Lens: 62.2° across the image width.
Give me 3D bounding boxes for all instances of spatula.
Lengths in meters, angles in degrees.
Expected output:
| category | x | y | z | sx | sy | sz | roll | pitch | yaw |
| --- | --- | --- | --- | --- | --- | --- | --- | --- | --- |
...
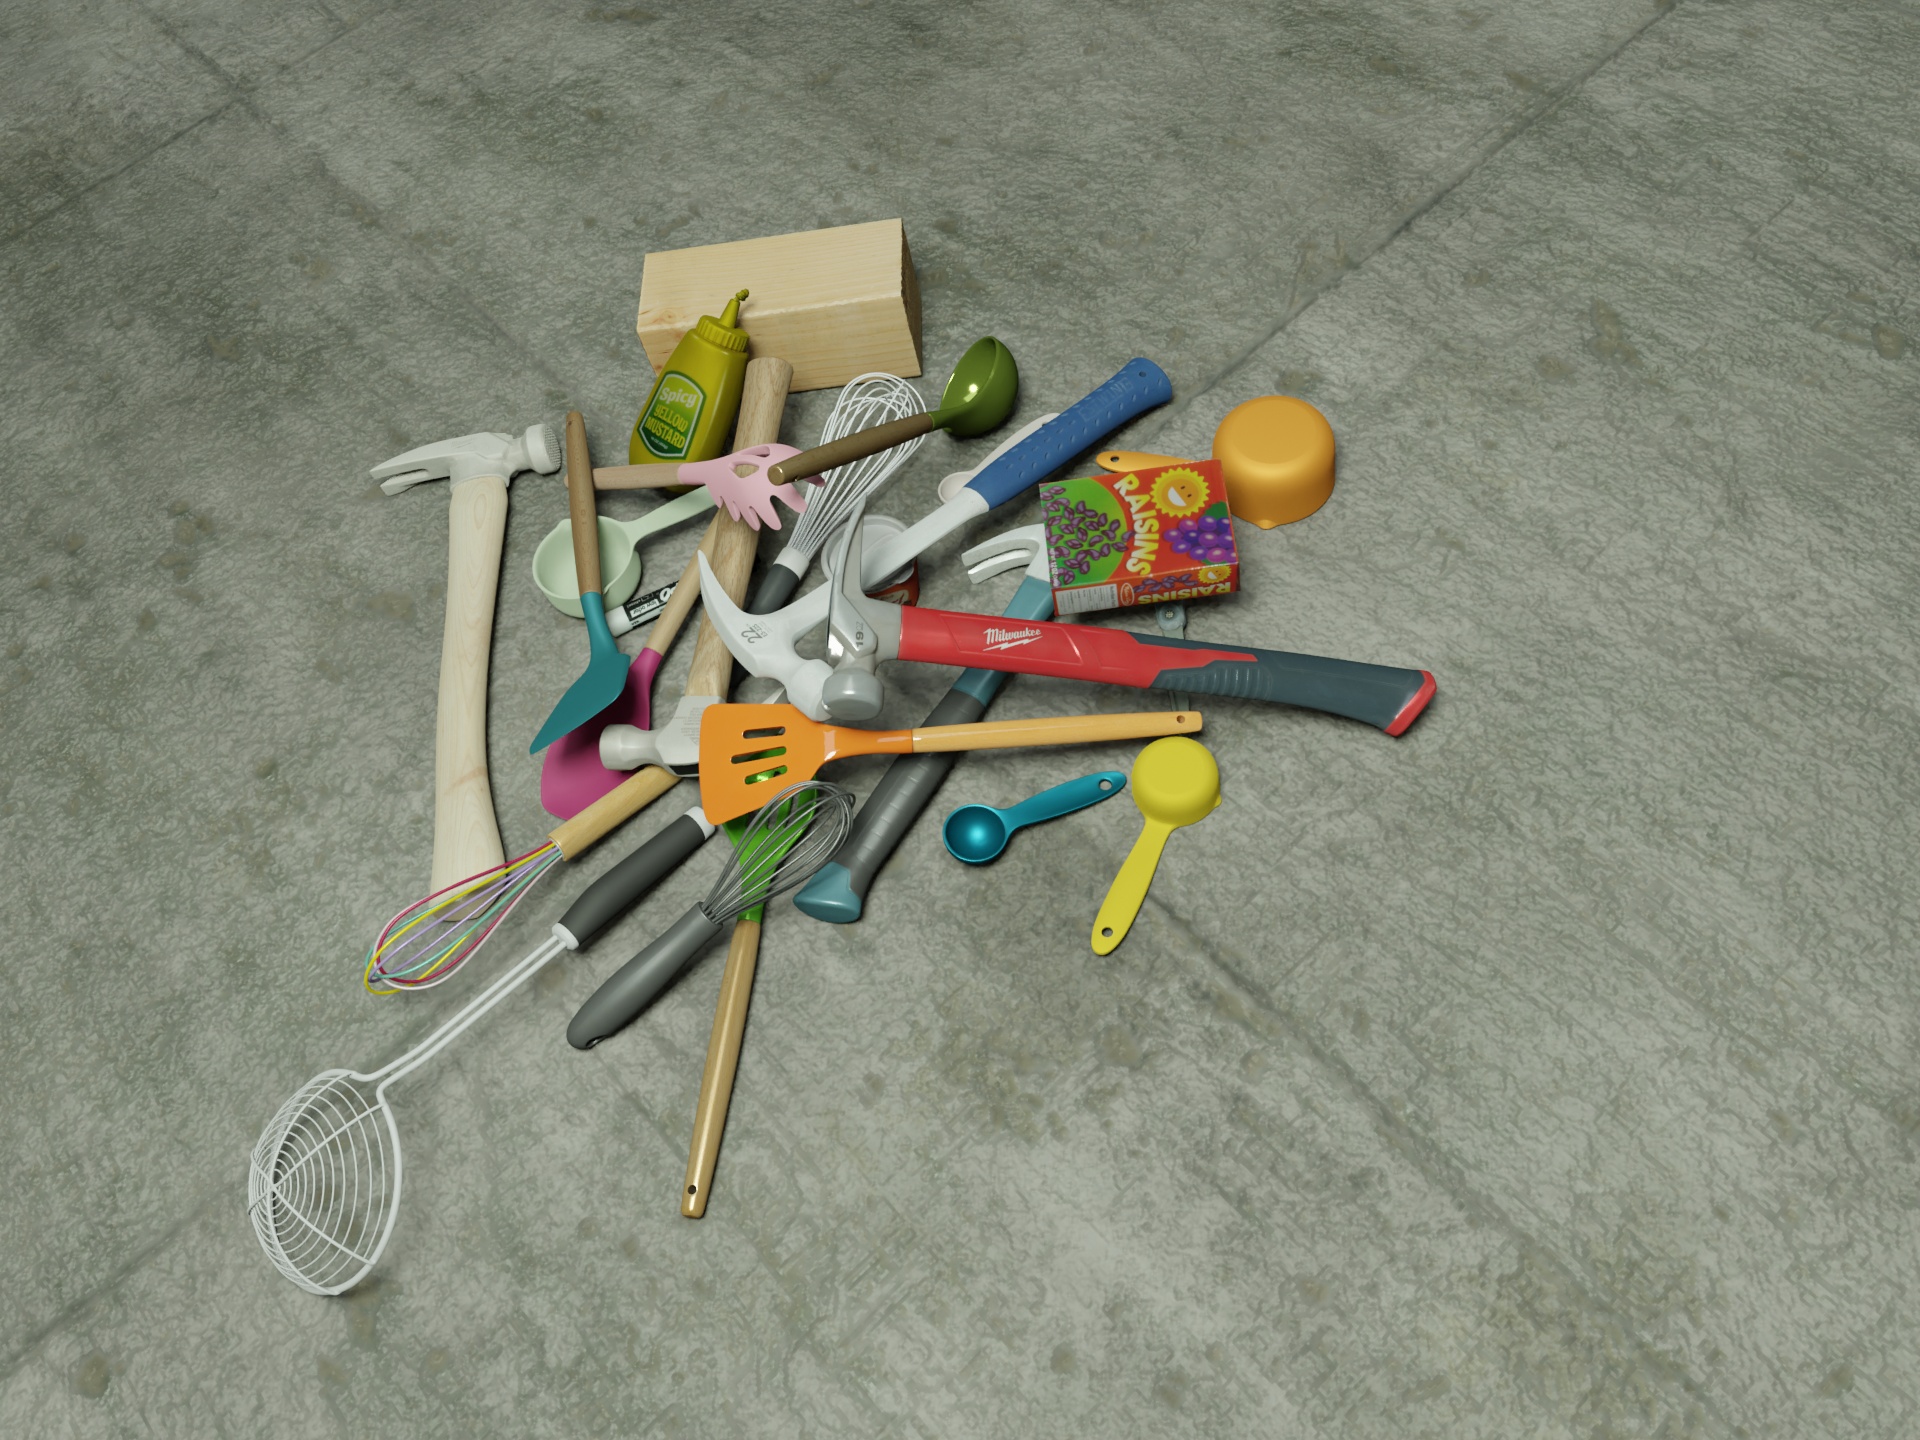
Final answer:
| category | x | y | z | sx | sy | sz | roll | pitch | yaw |
| --- | --- | --- | --- | --- | --- | --- | --- | --- | --- |
| spatula | -0.271 | -0.112 | 1.130 | 0.082 | 0.044 | 0.318 | -30 | 52 | 22 |
| spatula | -0.007 | 0.013 | 1.016 | 0.322 | 0.041 | 0.081 | -4 | 73 | -4 |

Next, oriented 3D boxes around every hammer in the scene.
| category | x | y | z | sx | sy | sz | roll | pitch | yaw |
| --- | --- | --- | --- | --- | --- | --- | --- | --- | --- |
| hammer | -0.157 | -0.116 | 1.114 | 0.130 | 0.031 | 0.331 | 0 | 64 | 15 |
| hammer | -0.002 | -0.003 | 1.061 | 0.128 | 0.033 | 0.331 | 23 | 67 | 29 |
| hammer | -0.002 | -0.152 | 1.102 | 0.144 | 0.035 | 0.405 | 38 | 58 | 24 |
| hammer | -0.368 | -0.044 | 1.155 | 0.146 | 0.038 | 0.411 | -11 | 58 | 5 |
| hammer | 0.110 | -0.052 | 1.000 | 0.386 | 0.038 | 0.143 | 6 | 67 | -8 |

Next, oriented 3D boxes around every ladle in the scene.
| category | x | y | z | sx | sy | sz | roll | pitch | yaw |
| --- | --- | --- | --- | --- | --- | --- | --- | --- | --- |
| ladle | -0.046 | -0.208 | 1.092 | 0.062 | 0.078 | 0.320 | 47 | 34 | 6 |

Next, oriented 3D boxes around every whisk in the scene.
| category | x | y | z | sx | sy | sz | roll | pitch | yaw |
| --- | --- | --- | --- | --- | --- | --- | --- | --- | --- |
| whisk | -0.281 | 0.097 | 1.035 | 0.245 | 0.047 | 0.051 | -38 | 30 | -27 |
| whisk | -0.156 | 0.121 | 0.980 | 0.239 | 0.055 | 0.055 | -43 | 59 | 5 |
| whisk | -0.106 | -0.139 | 1.159 | 0.070 | 0.070 | 0.285 | 21 | 70 | 21 |

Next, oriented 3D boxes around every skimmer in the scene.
| category | x | y | z | sx | sy | sz | roll | pitch | yaw |
| --- | --- | --- | --- | --- | --- | --- | --- | --- | --- |
| skimmer | -0.286 | 0.193 | 0.998 | 0.127 | 0.090 | 0.363 | 26 | 56 | 36 |

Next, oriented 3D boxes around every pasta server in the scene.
| category | x | y | z | sx | sy | sz | roll | pitch | yaw |
| --- | --- | --- | --- | --- | --- | --- | --- | --- | --- |
| pasta server | -0.202 | -0.168 | 1.128 | 0.316 | 0.040 | 0.060 | 8 | 58 | 51 |

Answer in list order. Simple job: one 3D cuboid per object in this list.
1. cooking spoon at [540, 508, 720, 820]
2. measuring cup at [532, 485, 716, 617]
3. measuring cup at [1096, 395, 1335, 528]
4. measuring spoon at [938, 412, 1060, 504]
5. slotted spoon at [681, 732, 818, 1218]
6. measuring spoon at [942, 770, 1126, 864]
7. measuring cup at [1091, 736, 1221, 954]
| category | x | y | z | sx | sy | sz | roll | pitch | yaw |
| --- | --- | --- | --- | --- | --- | --- | --- | --- | --- |
| cooking spoon | -0.207 | -0.070 | 1.135 | 0.069 | 0.017 | 0.319 | 20 | 71 | 16 |
| measuring cup | -0.235 | -0.132 | 1.186 | 0.167 | 0.038 | 0.083 | -28 | 58 | -10 |
| measuring cup | 0.182 | -0.194 | 1.140 | 0.173 | 0.052 | 0.095 | 7 | 60 | 12 |
| measuring spoon | 0.033 | -0.192 | 1.192 | 0.124 | 0.018 | 0.034 | -40 | 60 | -22 |
| slotted spoon | -0.140 | 0.152 | 1.000 | 0.070 | 0.031 | 0.314 | 0 | 61 | 13 |
| measuring spoon | 0.049 | 0.062 | 1.031 | 0.128 | 0.021 | 0.042 | -20 | 59 | -13 |
| measuring cup | 0.117 | 0.076 | 0.998 | 0.062 | 0.029 | 0.157 | 18 | 61 | 20 |
